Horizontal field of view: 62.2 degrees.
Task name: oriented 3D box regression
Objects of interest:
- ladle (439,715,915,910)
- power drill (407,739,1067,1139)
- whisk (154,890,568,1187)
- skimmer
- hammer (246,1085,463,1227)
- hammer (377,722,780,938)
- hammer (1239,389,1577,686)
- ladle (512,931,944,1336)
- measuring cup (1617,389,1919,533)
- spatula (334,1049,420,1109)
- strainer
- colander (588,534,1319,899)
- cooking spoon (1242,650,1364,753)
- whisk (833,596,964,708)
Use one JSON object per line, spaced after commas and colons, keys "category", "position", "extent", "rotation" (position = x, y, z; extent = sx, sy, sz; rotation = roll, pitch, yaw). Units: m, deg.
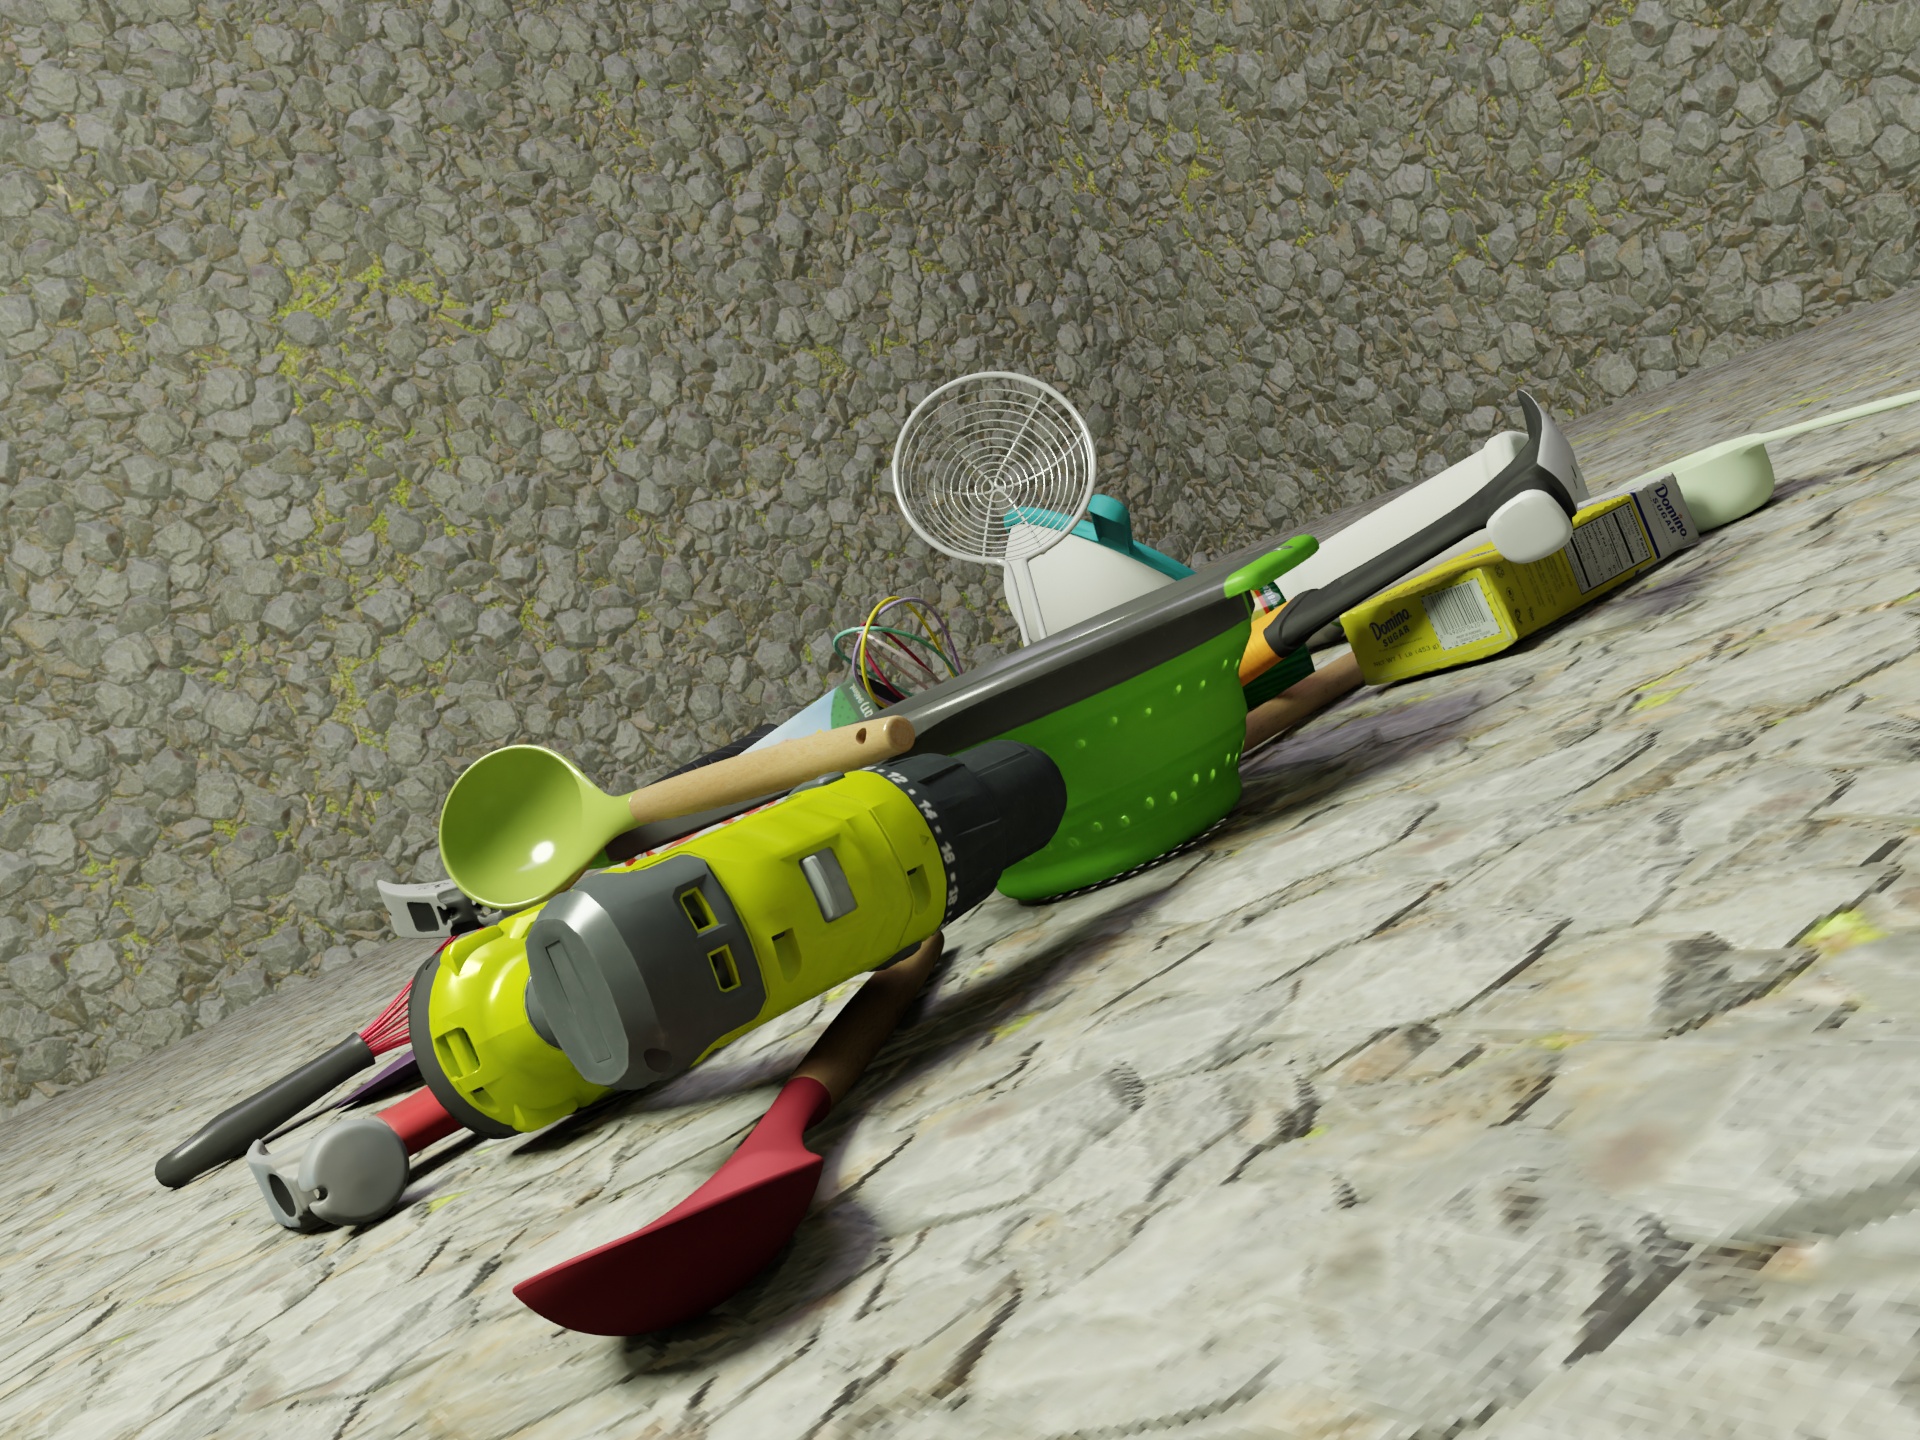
{"category": "ladle", "position": [-0.127, 0.030, 0.647], "extent": [0.062, 0.078, 0.320], "rotation": [13, -18, -36]}
{"category": "power drill", "position": [-0.084, 0.074, 0.562], "extent": [0.190, 0.080, 0.228], "rotation": [-23, -4, -40]}
{"category": "whisk", "position": [-0.346, 0.189, 0.971], "extent": [0.296, 0.073, 0.073], "rotation": [-34, 8, -33]}
{"category": "skimmer", "position": [0.034, -0.082, 0.883], "extent": [0.127, 0.090, 0.364], "rotation": [-10, 35, 1]}
{"category": "hammer", "position": [-0.134, 0.119, 0.744], "extent": [0.386, 0.038, 0.143], "rotation": [-26, 3, -37]}
{"category": "hammer", "position": [-0.229, 0.066, 1.059], "extent": [0.146, 0.035, 0.335], "rotation": [-10, 12, 36]}
{"category": "hammer", "position": [0.149, -0.041, 0.792], "extent": [0.337, 0.034, 0.127], "rotation": [-34, 15, 34]}
{"category": "ladle", "position": [-0.040, 0.103, 0.471], "extent": [0.069, 0.031, 0.315], "rotation": [-25, 1, 12]}
{"category": "measuring cup", "position": [0.428, -0.132, 0.829], "extent": [0.083, 0.038, 0.167], "rotation": [-26, 6, -38]}
{"category": "spatula", "position": [-0.241, 0.151, 0.842], "extent": [0.316, 0.018, 0.060], "rotation": [-32, -3, 36]}
{"category": "strainer", "position": [0.105, -0.090, 1.213], "extent": [0.095, 0.211, 0.340], "rotation": [-65, -10, -2]}
{"category": "colander", "position": [-0.016, 0.038, 0.700], "extent": [0.397, 0.094, 0.204], "rotation": [-22, 4, 29]}
{"category": "cooking spoon", "position": [0.228, -0.037, 0.864], "extent": [0.319, 0.017, 0.069], "rotation": [-26, 3, -42]}
{"category": "whisk", "position": [-0.002, -0.001, 0.854], "extent": [0.051, 0.047, 0.244], "rotation": [-18, -26, 16]}
